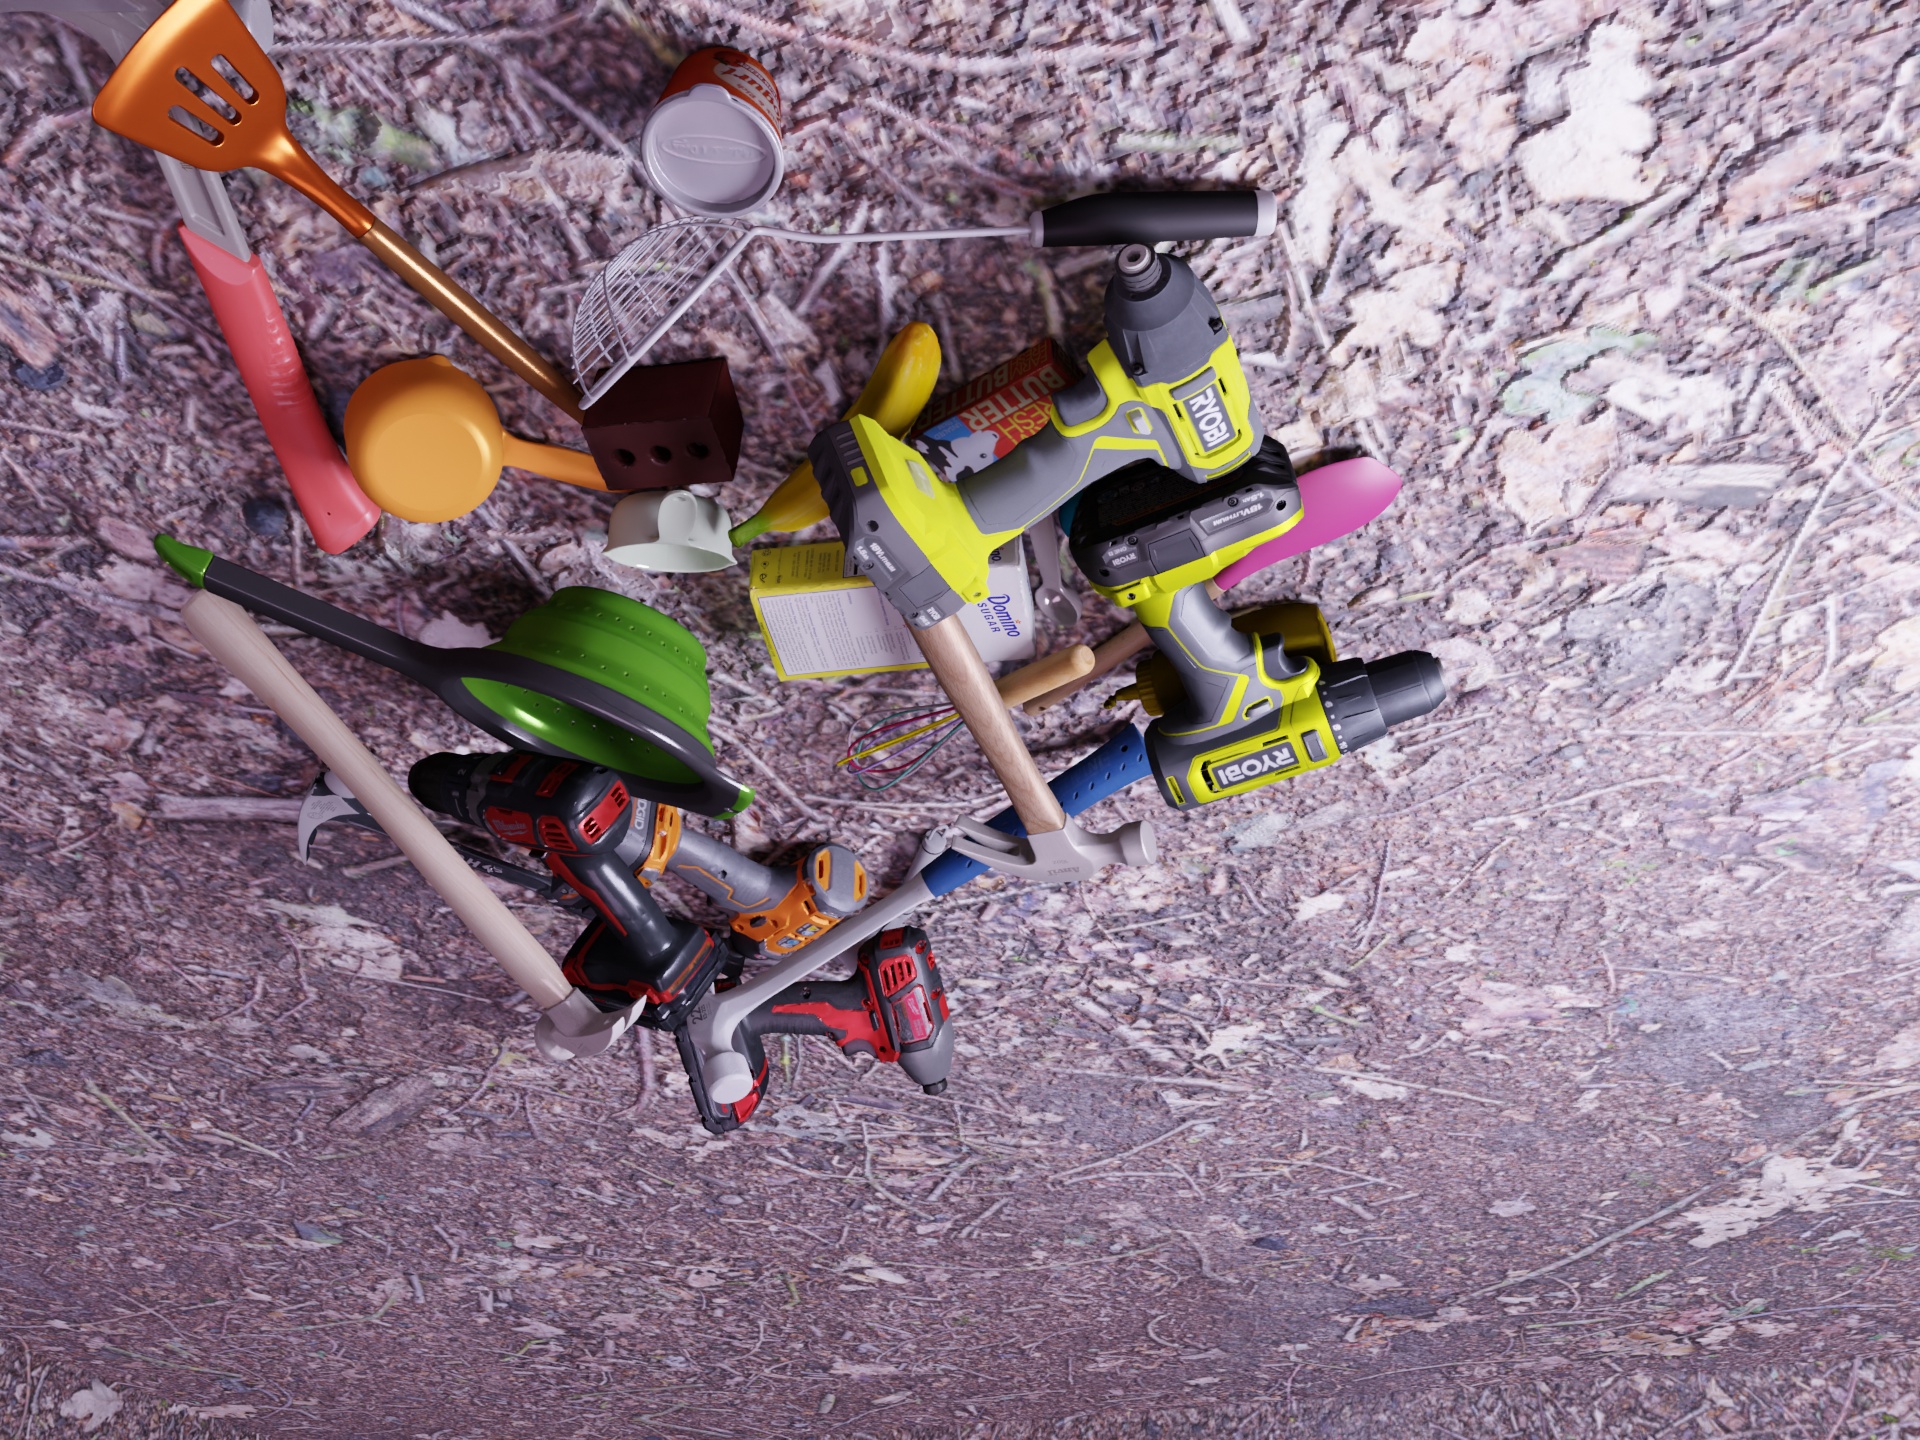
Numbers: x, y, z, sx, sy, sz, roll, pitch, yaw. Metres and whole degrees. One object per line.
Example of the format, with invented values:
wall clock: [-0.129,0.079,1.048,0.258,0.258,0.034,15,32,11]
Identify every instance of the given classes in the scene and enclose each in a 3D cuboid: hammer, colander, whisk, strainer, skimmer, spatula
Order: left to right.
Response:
hammer: [-0.402,-0.229,0.870,0.149,0.037,0.358,2,142,1]
spatula: [-0.286,-0.236,0.821,0.081,0.041,0.322,-49,139,0]
hammer: [-0.376,0.070,1.088,0.410,0.038,0.146,51,144,-8]
colander: [-0.306,-0.058,1.030,0.397,0.094,0.204,25,161,-13]
hammer: [-0.357,0.142,1.343,0.408,0.036,0.149,27,137,-28]
strainer: [-0.052,0.165,1.352,0.086,0.050,0.258,-1,141,-21]
hammer: [-0.035,0.122,1.180,0.405,0.144,0.035,-33,139,7]
skimmer: [-0.020,-0.218,0.816,0.363,0.127,0.090,-4,112,-2]
whisk: [-0.003,-0.003,1.093,0.047,0.051,0.245,19,150,-38]
hammer: [0.010,-0.010,1.027,0.130,0.031,0.331,-13,128,24]

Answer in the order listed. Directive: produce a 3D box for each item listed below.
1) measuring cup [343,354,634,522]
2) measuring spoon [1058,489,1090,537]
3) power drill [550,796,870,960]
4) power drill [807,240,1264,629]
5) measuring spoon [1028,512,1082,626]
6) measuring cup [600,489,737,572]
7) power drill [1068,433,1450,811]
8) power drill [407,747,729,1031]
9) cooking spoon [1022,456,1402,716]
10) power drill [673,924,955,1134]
measuring cup: [-0.270,-0.150,0.932,0.173,0.052,0.095,11,116,-25]
measuring spoon: [0.125,-0.125,0.982,0.128,0.021,0.042,-4,141,8]
power drill: [-0.210,0.133,1.288,0.226,0.084,0.164,24,138,-30]
power drill: [0.041,-0.151,0.842,0.223,0.080,0.171,-28,150,9]
measuring spoon: [0.059,-0.110,1.012,0.034,0.018,0.124,23,146,32]
measuring cup: [-0.169,-0.124,0.937,0.083,0.038,0.167,3,170,-13]
power drill: [0.181,-0.058,0.972,0.190,0.080,0.228,-20,124,15]
power drill: [-0.282,0.110,1.129,0.188,0.080,0.226,7,136,33]
cooking spoon: [0.151,-0.078,1.041,0.068,0.017,0.319,23,139,-34]
power drill: [-0.115,0.264,1.327,0.219,0.078,0.143,-15,102,4]
